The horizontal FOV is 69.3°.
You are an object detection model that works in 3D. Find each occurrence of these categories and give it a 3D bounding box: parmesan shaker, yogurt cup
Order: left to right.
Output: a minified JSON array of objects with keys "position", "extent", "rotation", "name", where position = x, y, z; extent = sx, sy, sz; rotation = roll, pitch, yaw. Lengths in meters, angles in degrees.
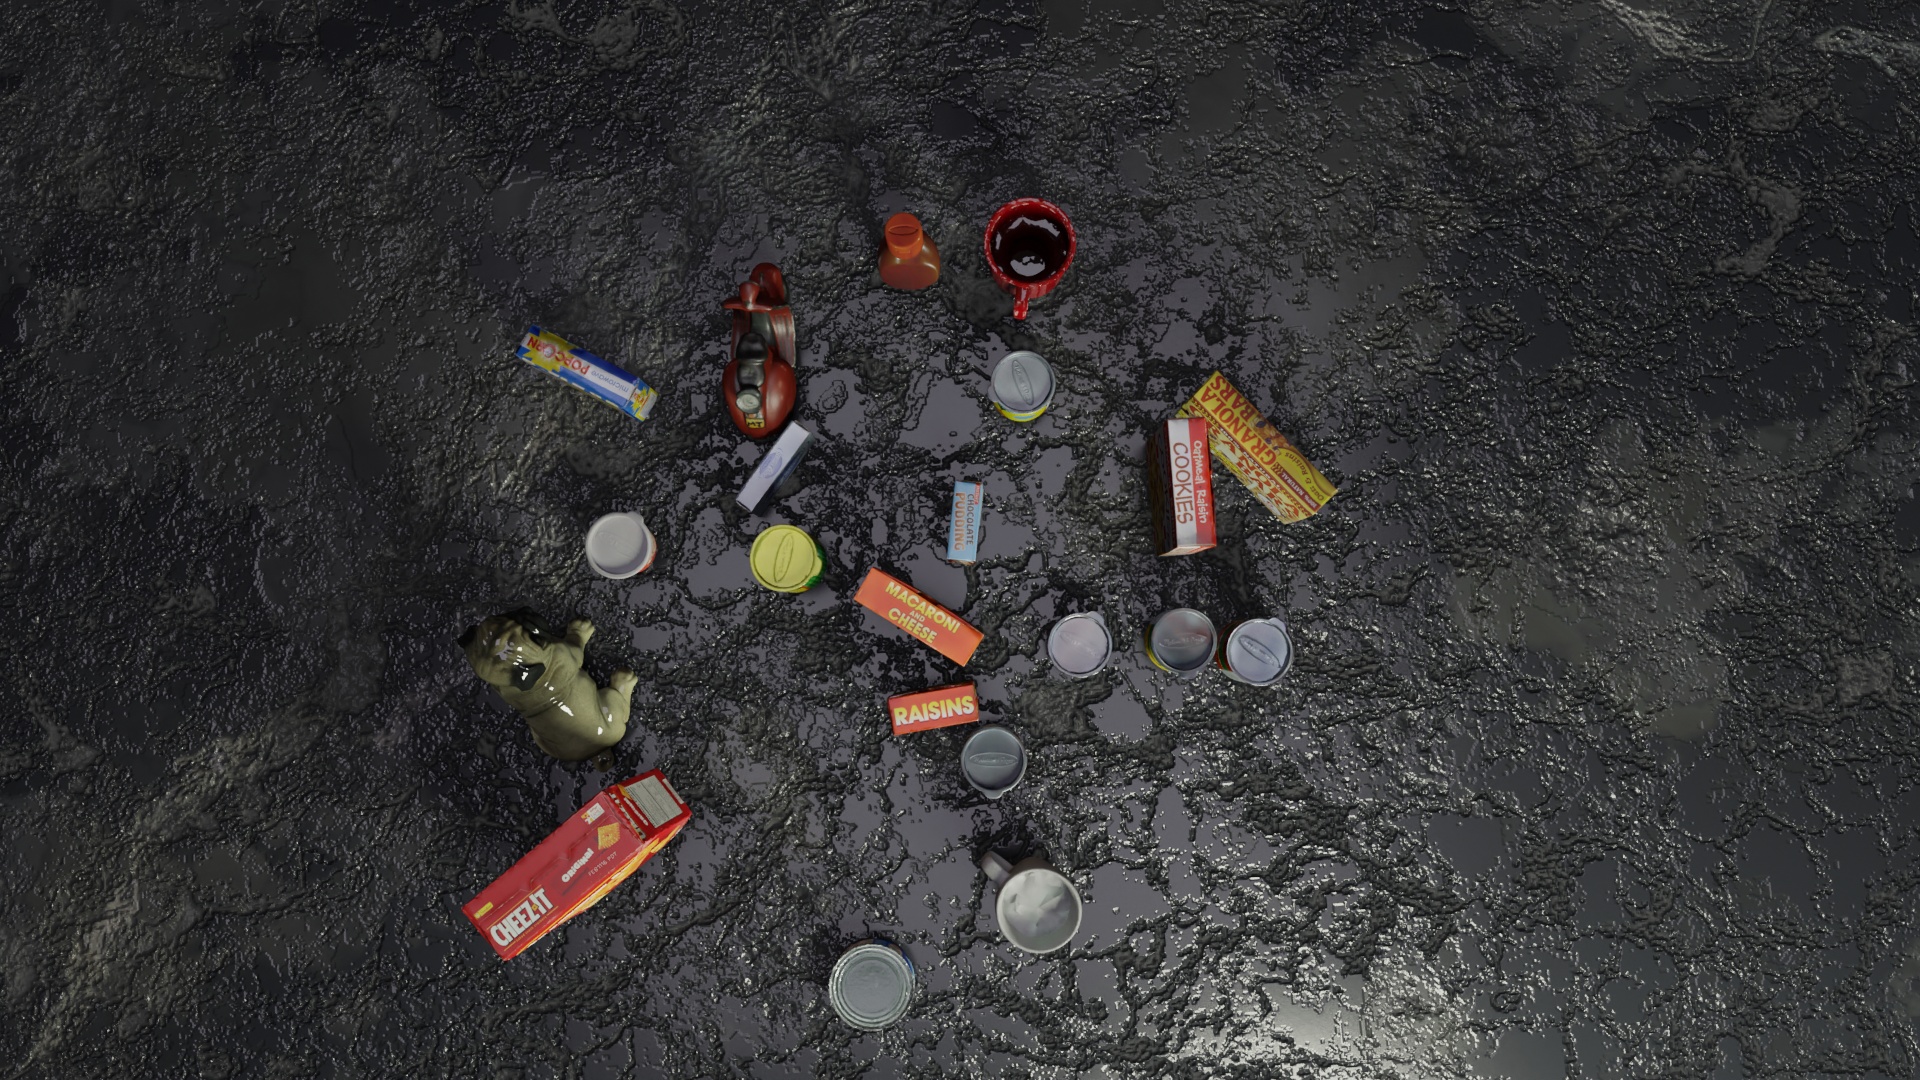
[{"position":[-0.346,0.006,1.430],"extent":[0.072,0.054,0.072],"rotation":[0,86,1],"name":"yogurt cup"},{"position":[-0.169,0.021,1.403],"extent":[0.071,0.103,0.071],"rotation":[0,86,1],"name":"parmesan shaker"}]

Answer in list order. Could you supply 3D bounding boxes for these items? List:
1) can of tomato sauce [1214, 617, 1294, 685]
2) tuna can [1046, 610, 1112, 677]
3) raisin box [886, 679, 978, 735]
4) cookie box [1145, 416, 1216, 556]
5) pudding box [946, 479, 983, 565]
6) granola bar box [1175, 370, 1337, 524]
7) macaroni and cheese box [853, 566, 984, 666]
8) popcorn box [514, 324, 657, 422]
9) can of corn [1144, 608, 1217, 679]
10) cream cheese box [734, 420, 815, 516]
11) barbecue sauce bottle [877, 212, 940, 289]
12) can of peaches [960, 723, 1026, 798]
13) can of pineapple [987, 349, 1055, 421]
[{"position":[0.295,0.110,1.402],"extent":[0.071,0.083,0.071],"rotation":[0,86,1],"name":"can of tomato sauce"},{"position":[0.123,0.105,1.429],"extent":[0.071,0.033,0.071],"rotation":[0,86,1],"name":"tuna can"},{"position":[-0.025,0.164,1.381],"extent":[0.086,0.123,0.040],"rotation":[-9,86,0],"name":"raisin box"},{"position":[0.217,-0.050,1.372],"extent":[0.040,0.167,0.123],"rotation":[-4,86,0],"name":"cookie box"},{"position":[0.005,-0.018,1.431],"extent":[0.030,0.049,0.083],"rotation":[6,86,1],"name":"pudding box"},{"position":[0.293,-0.090,1.396],"extent":[0.039,0.124,0.165],"rotation":[-44,87,-2],"name":"granola bar box"},{"position":[-0.037,0.074,1.366],"extent":[0.124,0.166,0.040],"rotation":[31,87,3],"name":"macaroni and cheese box"},{"position":[-0.382,-0.170,1.428],"extent":[0.127,0.085,0.038],"rotation":[27,87,2],"name":"popcorn box"},{"position":[0.224,0.105,1.416],"extent":[0.071,0.058,0.071],"rotation":[0,86,1],"name":"can of corn"},{"position":[-0.191,-0.074,1.435],"extent":[0.024,0.053,0.104],"rotation":[36,87,3],"name":"cream cheese box"},{"position":[-0.054,-0.292,1.402],"extent":[0.065,0.148,0.043],"rotation":[-1,86,1],"name":"barbecue sauce bottle"},{"position":[0.033,0.223,1.409],"extent":[0.071,0.058,0.071],"rotation":[0,86,1],"name":"can of peaches"},{"position":[0.062,-0.159,1.437],"extent":[0.071,0.058,0.071],"rotation":[0,86,1],"name":"can of pineapple"}]
